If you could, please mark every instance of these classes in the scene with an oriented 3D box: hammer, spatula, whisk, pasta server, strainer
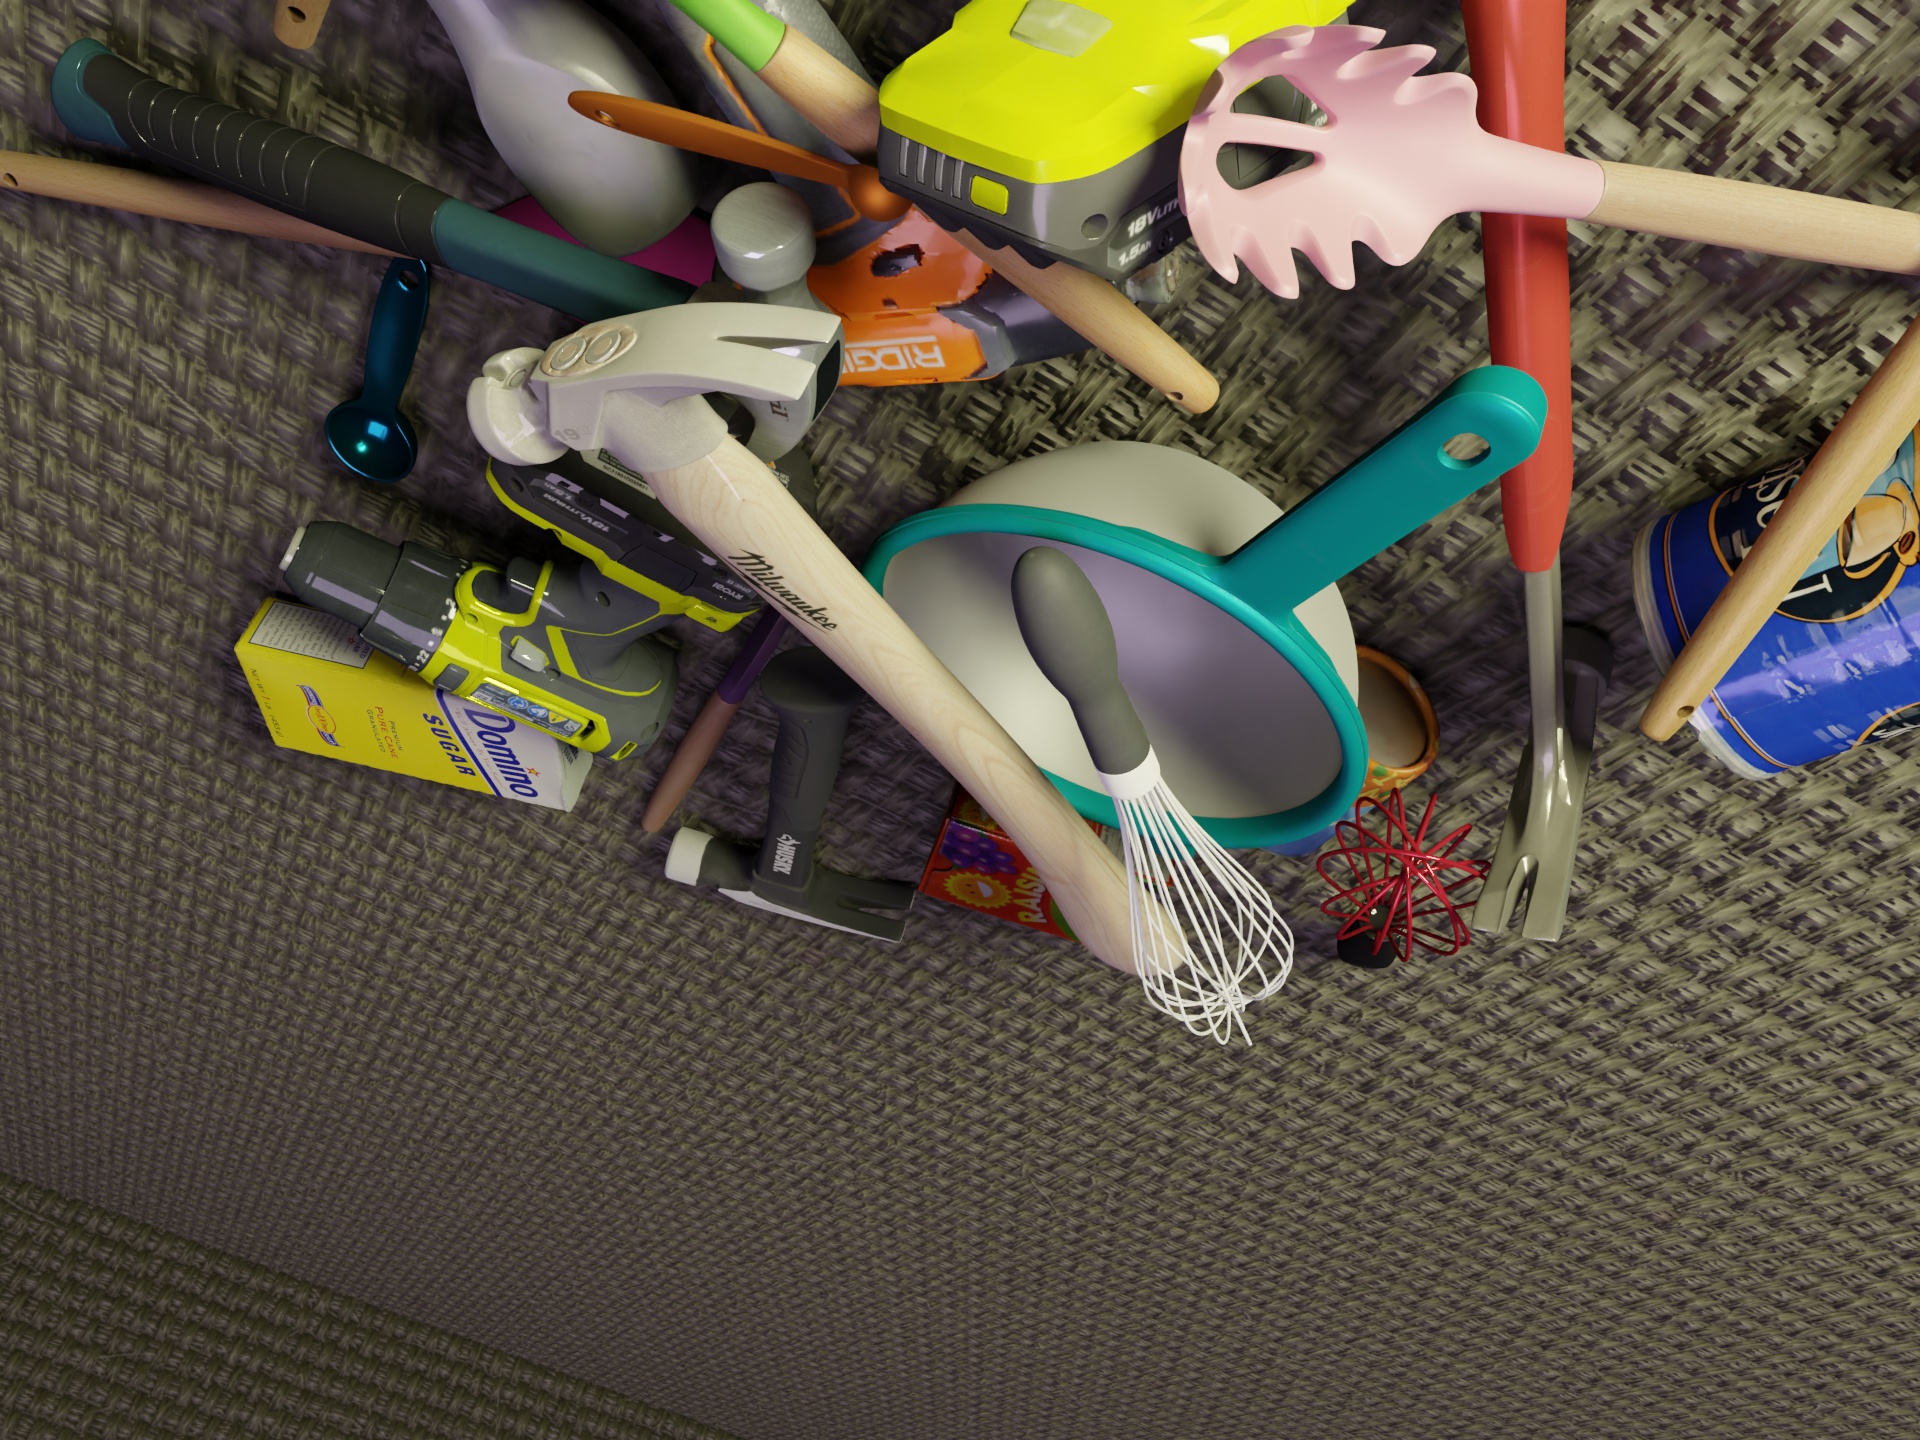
[{"bbox_3d":[-0.001,-0.002,0.617,0.146,0.038,0.410,2,148,38],"label":"hammer"},{"bbox_3d":[-0.126,-0.002,0.819,0.018,0.060,0.315,31,147,-8],"label":"spatula"},{"bbox_3d":[0.199,0.089,0.743,0.073,0.073,0.295,7,166,12],"label":"whisk"},{"bbox_3d":[-0.187,-0.174,0.553,0.331,0.033,0.128,24,156,16],"label":"hammer"},{"bbox_3d":[0.185,-0.091,0.518,0.037,0.149,0.358,6,137,28],"label":"hammer"},{"bbox_3d":[0.190,-0.134,0.420,0.316,0.040,0.060,0,124,-23],"label":"pasta server"},{"bbox_3d":[0.095,-0.062,0.581,0.211,0.095,0.340,32,152,-11],"label":"strainer"},{"bbox_3d":[-0.078,0.044,0.814,0.146,0.035,0.334,17,156,-3],"label":"hammer"},{"bbox_3d":[0.073,0.037,0.618,0.070,0.070,0.284,-4,137,25],"label":"whisk"}]

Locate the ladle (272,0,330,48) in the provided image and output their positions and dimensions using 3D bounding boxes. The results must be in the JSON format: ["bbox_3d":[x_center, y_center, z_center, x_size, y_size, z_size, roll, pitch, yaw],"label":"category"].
[{"bbox_3d":[-0.130,-0.300,0.398,0.078,0.062,0.320,21,143,-24],"label":"ladle"}]

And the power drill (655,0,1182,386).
[{"bbox_3d":[-0.026,-0.197,0.494,0.164,0.084,0.226,1,146,20],"label":"power drill"}]

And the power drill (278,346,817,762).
[{"bbox_3d":[-0.187,-0.070,0.715,0.190,0.080,0.228,27,145,-26],"label":"power drill"}]

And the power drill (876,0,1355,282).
[{"bbox_3d":[0.031,-0.221,0.346,0.080,0.171,0.223,32,148,30],"label":"power drill"}]

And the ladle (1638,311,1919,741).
[{"bbox_3d":[0.284,-0.115,0.451,0.069,0.031,0.315,11,126,-15],"label":"ladle"}]

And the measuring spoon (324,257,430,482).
[{"bbox_3d":[-0.245,-0.156,0.690,0.042,0.021,0.128,27,134,-9],"label":"measuring spoon"}]

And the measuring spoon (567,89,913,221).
[{"bbox_3d":[-0.066,-0.161,0.454,0.117,0.011,0.021,22,175,19],"label":"measuring spoon"}]

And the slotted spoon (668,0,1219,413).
[{"bbox_3d":[-0.033,-0.169,0.440,0.313,0.031,0.070,29,162,-33],"label":"slotted spoon"}]

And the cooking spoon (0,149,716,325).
[{"bbox_3d":[-0.235,-0.192,0.625,0.319,0.017,0.068,11,137,5],"label":"cooking spoon"}]
